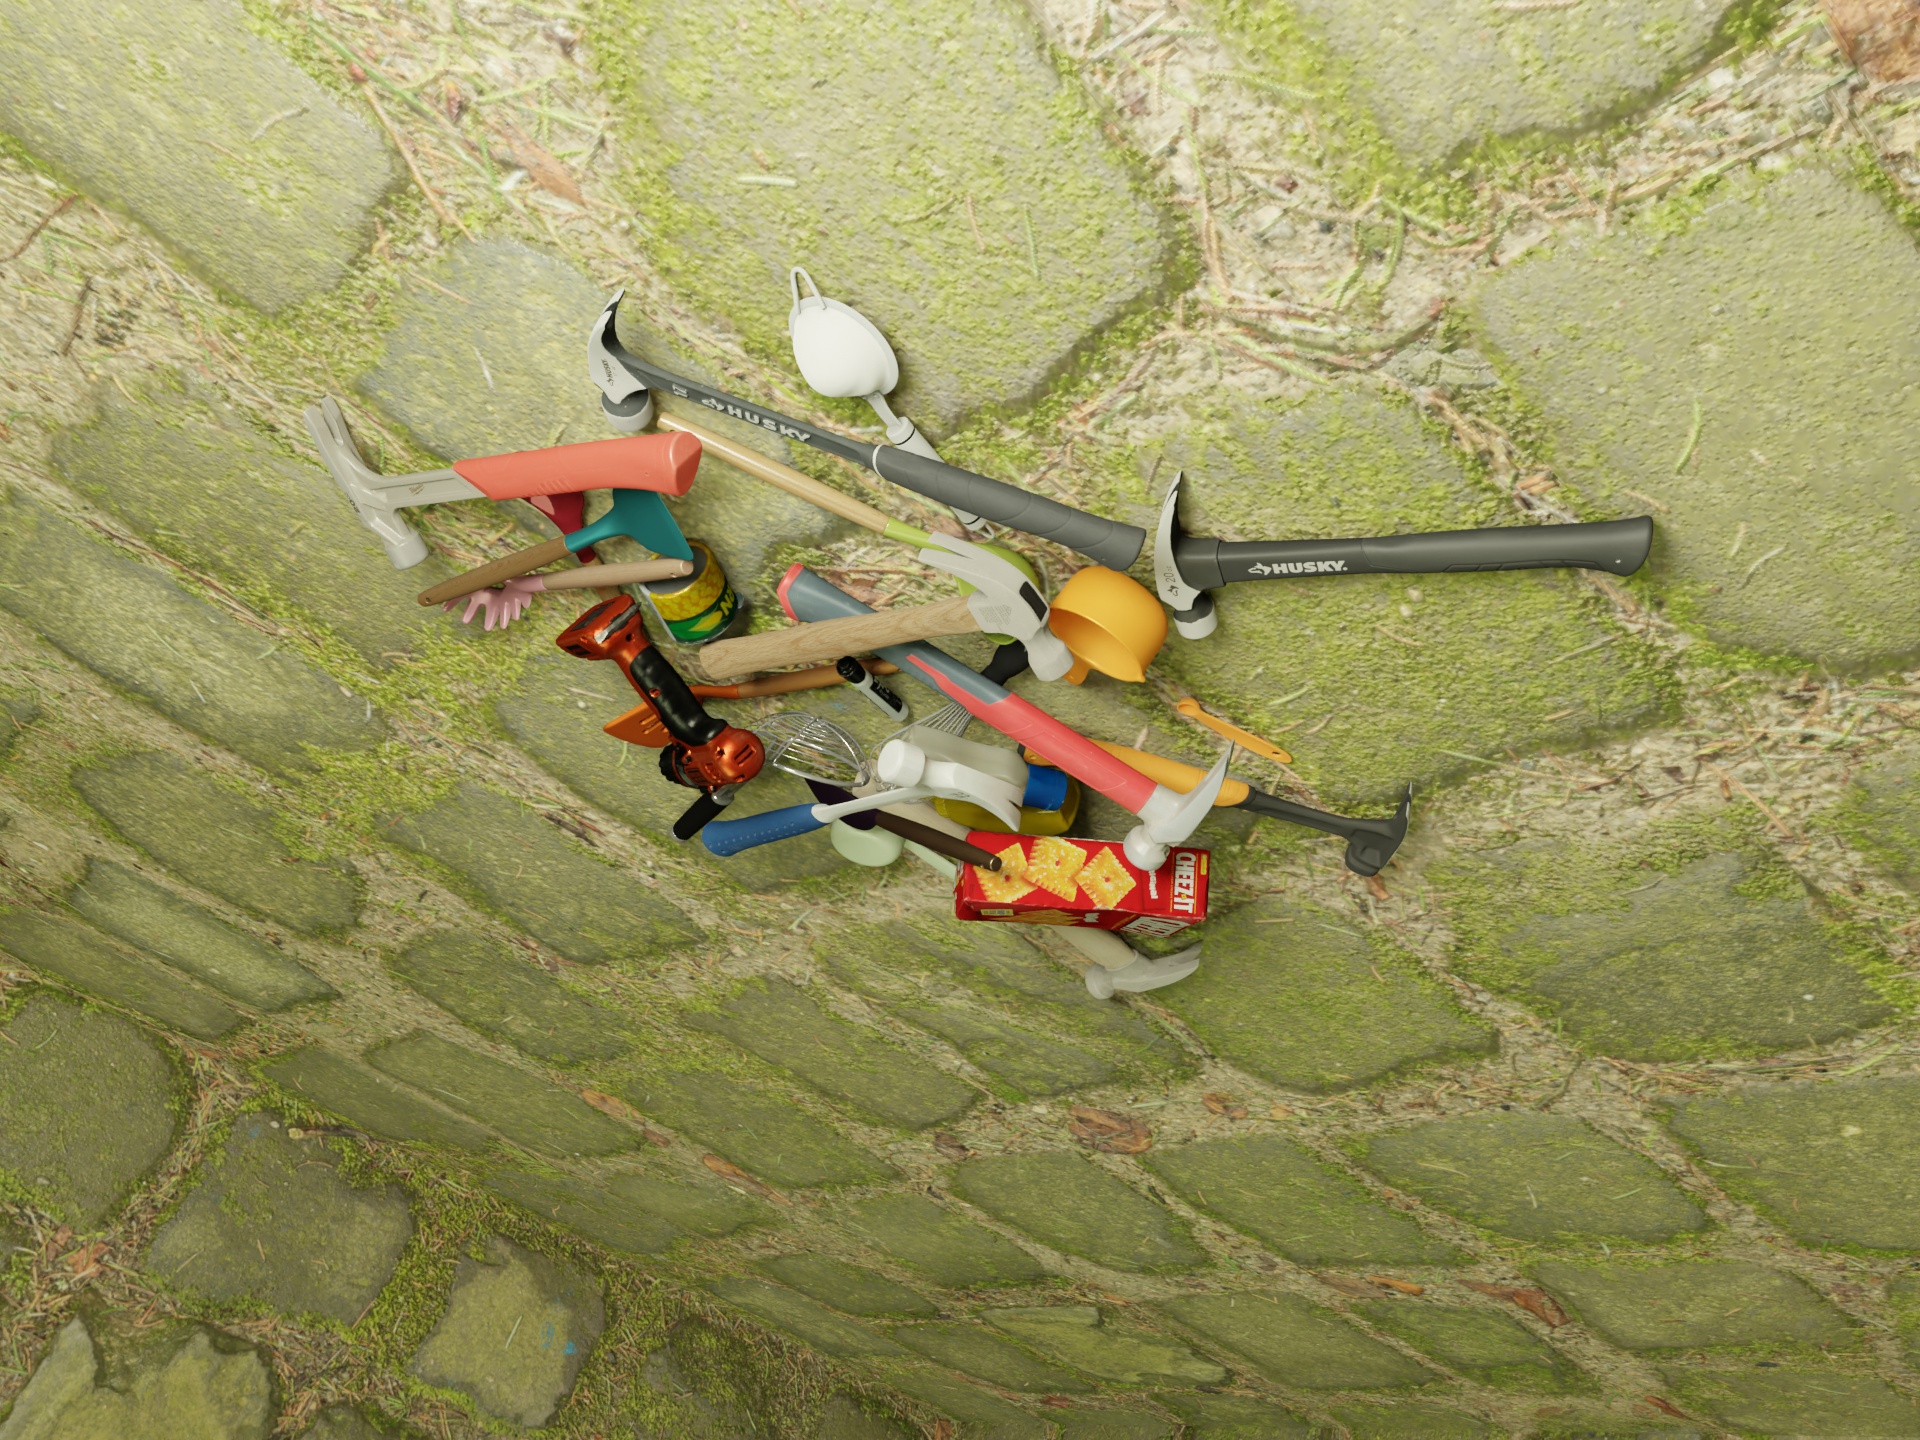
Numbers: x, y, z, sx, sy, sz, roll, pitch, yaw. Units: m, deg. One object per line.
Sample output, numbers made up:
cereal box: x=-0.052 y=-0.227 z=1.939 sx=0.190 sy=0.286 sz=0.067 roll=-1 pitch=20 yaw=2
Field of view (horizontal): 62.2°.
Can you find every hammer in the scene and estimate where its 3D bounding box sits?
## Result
hammer: x=-0.069 y=-0.186 z=1.087 sx=0.409 sy=0.036 sz=0.149 roll=20 pitch=162 yaw=6
hammer: x=-0.345 y=-0.193 z=1.205 sx=0.359 sy=0.037 sz=0.149 roll=-1 pitch=126 yaw=33
hammer: x=0.215 y=0.056 z=1.369 sx=0.337 sy=0.034 sz=0.127 roll=15 pitch=150 yaw=4
hammer: x=-0.078 y=-0.069 z=1.235 sx=0.331 sy=0.031 sz=0.130 roll=-7 pitch=130 yaw=36
hammer: x=0.061 y=0.157 z=1.576 sx=0.410 sy=0.038 sz=0.146 roll=38 pitch=139 yaw=-26
hammer: x=0.296 y=-0.118 z=1.098 sx=0.335 sy=0.035 sz=0.146 roll=-1 pitch=142 yaw=23
hammer: x=0.030 y=-0.025 z=1.276 sx=0.386 sy=0.038 sz=0.143 roll=32 pitch=131 yaw=0
hammer: x=-0.109 y=0.083 z=1.394 sx=0.144 sy=0.035 sz=0.405 roll=21 pitch=158 yaw=-32

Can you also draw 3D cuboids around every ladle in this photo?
ladle: x=-0.307 y=-0.121 z=1.356 sx=0.069 sy=0.031 sz=0.315 roll=6 pitch=146 yaw=20
ladle: x=-0.084 y=-0.150 z=1.198 sx=0.320 sy=0.062 sz=0.078 roll=25 pitch=146 yaw=-7

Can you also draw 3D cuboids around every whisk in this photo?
whisk: x=-0.001 y=-0.004 z=1.369 sx=0.070 sy=0.070 sz=0.284 roll=27 pitch=140 yaw=-15

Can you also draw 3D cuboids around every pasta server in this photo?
pasta server: x=-0.330 y=-0.111 z=1.326 sx=0.316 sy=0.040 sz=0.060 roll=-1 pitch=154 yaw=41

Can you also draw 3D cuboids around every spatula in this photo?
spatula: x=-0.339 y=-0.133 z=1.284 sx=0.317 sy=0.044 sz=0.082 roll=-15 pitch=117 yaw=32
spatula: x=-0.177 y=-0.021 z=1.426 sx=0.322 sy=0.041 sz=0.081 roll=-9 pitch=161 yaw=30
spatula: x=-0.056 y=0.096 z=1.436 sx=0.316 sy=0.018 sz=0.059 roll=14 pitch=140 yaw=56

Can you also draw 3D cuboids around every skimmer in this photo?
skimmer: x=-0.207 y=0.079 z=1.530 sx=0.127 sy=0.090 sz=0.363 roll=14 pitch=151 yaw=-27

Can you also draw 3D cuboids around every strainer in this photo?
strainer: x=-0.047 y=-0.208 z=1.117 sx=0.087 sy=0.050 sz=0.258 roll=5 pitch=150 yaw=44

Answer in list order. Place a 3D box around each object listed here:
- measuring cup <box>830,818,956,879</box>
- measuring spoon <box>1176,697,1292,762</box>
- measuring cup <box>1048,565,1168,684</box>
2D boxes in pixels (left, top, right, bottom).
measuring cup: x=-0.056 y=0.138 z=1.595 sx=0.167 sy=0.038 sz=0.083 roll=33 pitch=142 yaw=-18
measuring spoon: x=0.230 y=0.008 z=1.324 sx=0.116 sy=0.011 sz=0.021 roll=26 pitch=153 yaw=-19
measuring cup: x=0.110 y=-0.068 z=1.240 sx=0.095 sy=0.052 sz=0.173 roll=36 pitch=168 yaw=3
